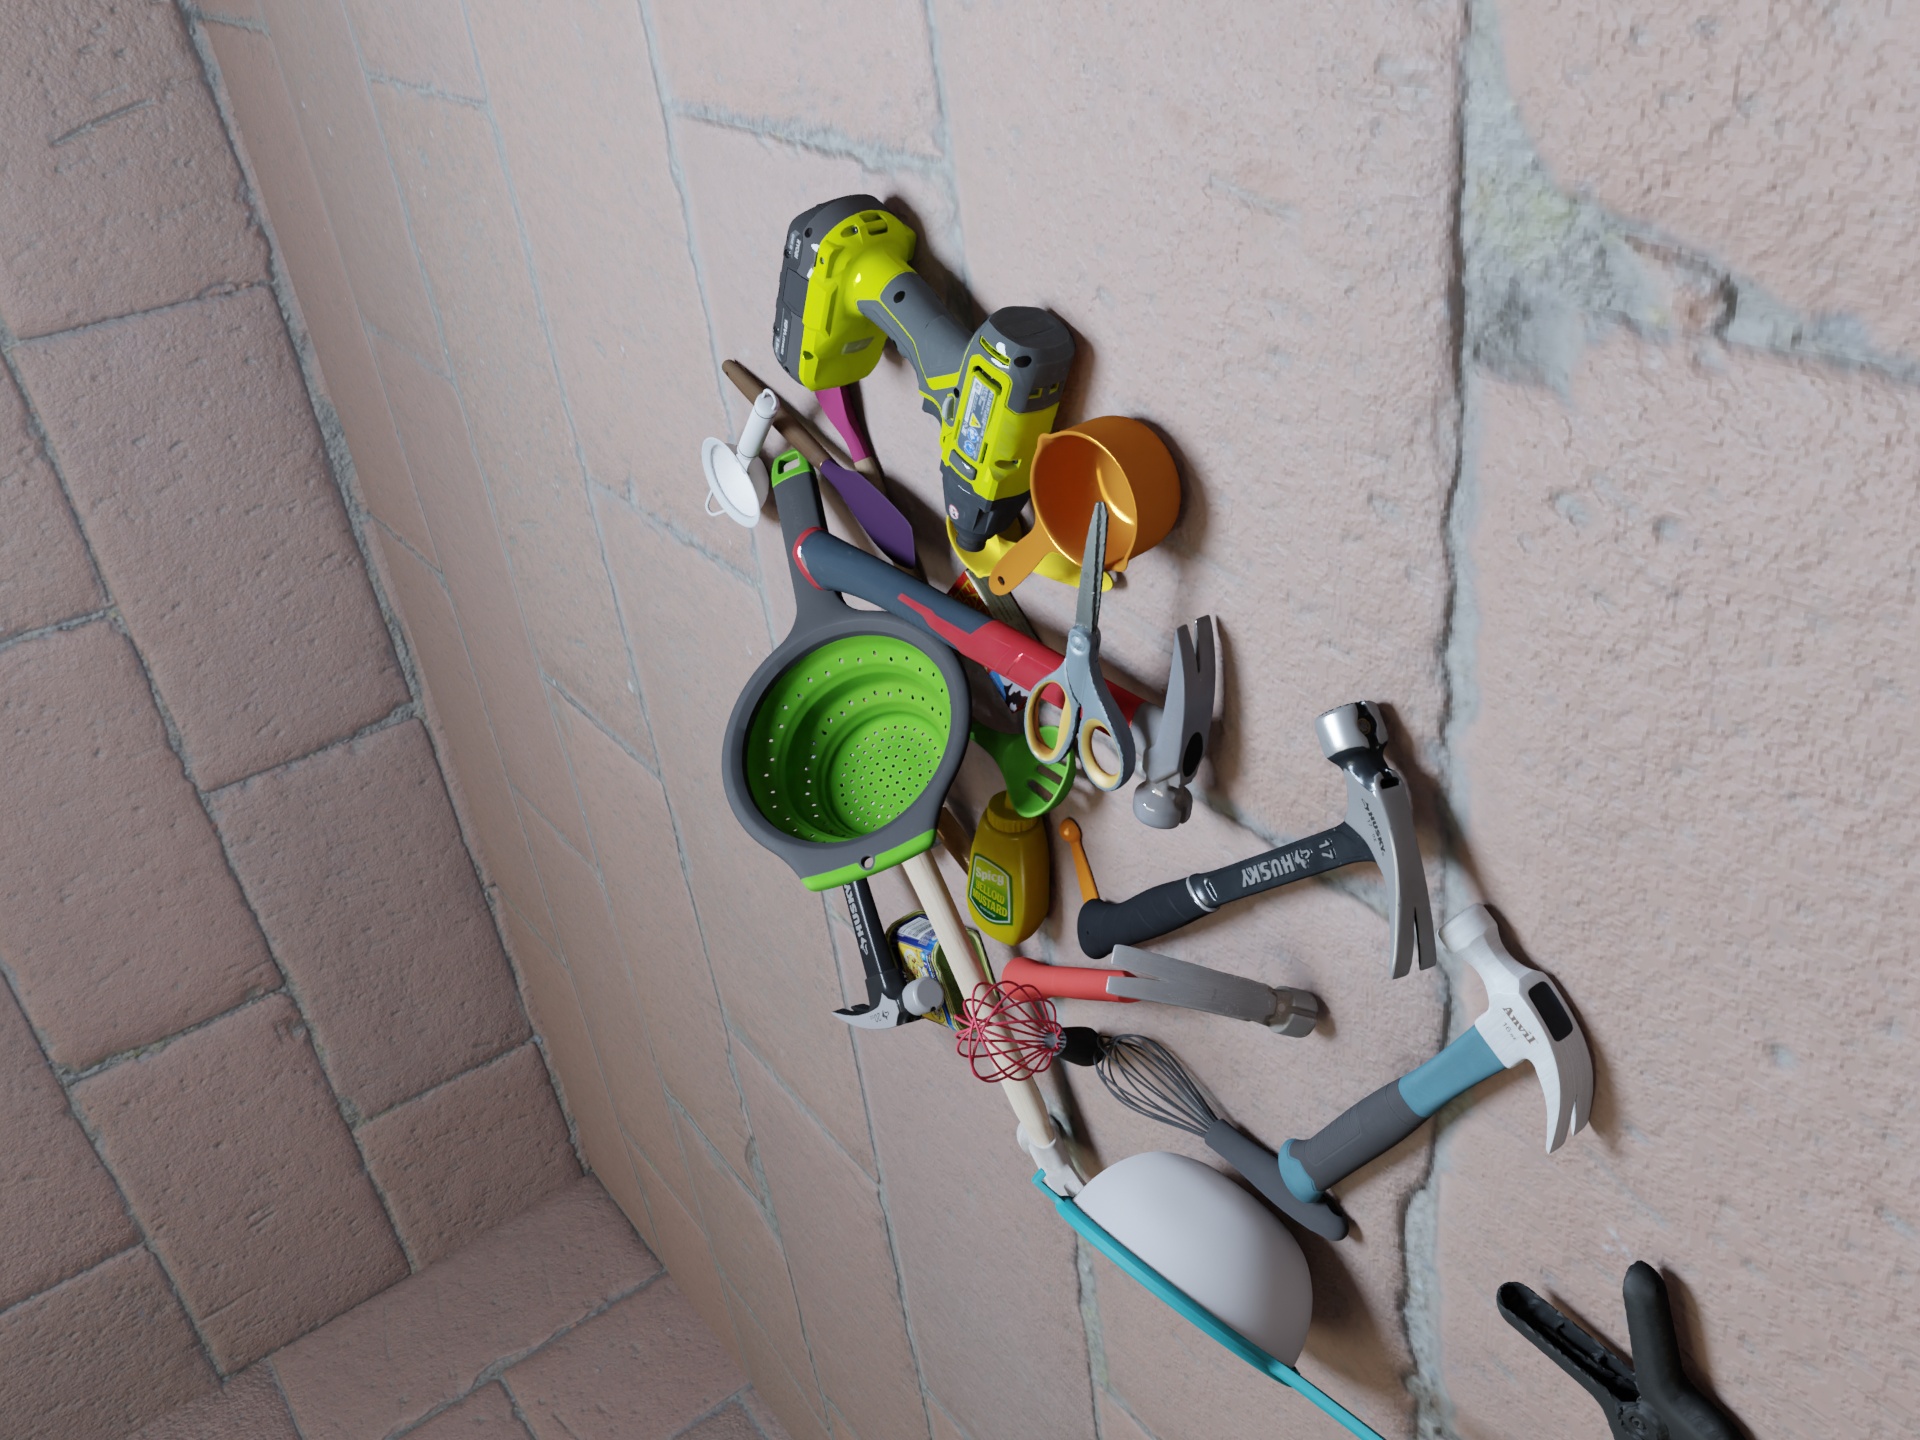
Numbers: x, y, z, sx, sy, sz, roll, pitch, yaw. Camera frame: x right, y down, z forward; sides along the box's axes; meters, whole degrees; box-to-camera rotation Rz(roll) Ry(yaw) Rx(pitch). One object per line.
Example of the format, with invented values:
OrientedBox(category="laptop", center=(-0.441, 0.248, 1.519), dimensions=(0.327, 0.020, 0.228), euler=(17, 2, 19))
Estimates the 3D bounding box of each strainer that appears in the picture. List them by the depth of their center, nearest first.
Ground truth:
OrientedBox(category="strainer", center=(0.217, 0.400, 1.117), dimensions=(0.341, 0.095, 0.210), euler=(25, 166, 49))
OrientedBox(category="strainer", center=(-0.176, -0.225, 1.332), dimensions=(0.087, 0.050, 0.258), euler=(57, 161, 0))

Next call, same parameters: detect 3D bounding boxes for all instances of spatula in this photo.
OrientedBox(category="spatula", center=(-0.118, -0.213, 1.271), dimensions=(0.316, 0.018, 0.059), euler=(48, 153, 38))

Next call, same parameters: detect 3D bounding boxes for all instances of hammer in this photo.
OrientedBox(category="hammer", center=(0.273, 0.233, 0.974), dimensions=(0.128, 0.033, 0.330), euler=(55, 152, 19))
OrientedBox(category="hammer", center=(0.170, 0.113, 1.031), dimensions=(0.409, 0.036, 0.149), euler=(141, 115, -65))
OrientedBox(category="hammer", center=(0.015, -0.071, 1.098), dimensions=(0.387, 0.038, 0.143), euler=(31, 130, 38))
OrientedBox(category="hammer", center=(0.102, 0.192, 1.164), dimensions=(0.359, 0.149, 0.037), euler=(162, 122, -68))
OrientedBox(category="hammer", center=(0.012, 0.219, 1.334), dimensions=(0.410, 0.038, 0.146), euler=(66, 172, -14))
OrientedBox(category="hammer", center=(-0.108, 0.121, 1.466), dimensions=(0.146, 0.035, 0.335), euler=(-33, 70, 52))

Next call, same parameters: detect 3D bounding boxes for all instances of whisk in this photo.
OrientedBox(category="whisk", center=(0.187, 0.303, 1.170), dimensions=(0.239, 0.055, 0.055), euler=(33, 140, 38))
OrientedBox(category="whisk", center=(0.062, 0.235, 1.179), dimensions=(0.073, 0.073, 0.295), euler=(51, -174, 24))
OrientedBox(category="whisk", center=(-0.035, 0.065, 1.364), dimensions=(0.047, 0.051, 0.245), euler=(-45, 75, 25))

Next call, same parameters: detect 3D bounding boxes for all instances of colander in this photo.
OrientedBox(category="colander", center=(-0.088, -0.043, 1.254), dimensions=(0.094, 0.204, 0.398), euler=(47, -155, -57))

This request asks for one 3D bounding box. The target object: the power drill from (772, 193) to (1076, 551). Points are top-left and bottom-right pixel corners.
OrientedBox(category="power drill", center=(-0.028, -0.230, 1.052), dimensions=(0.223, 0.080, 0.171), euler=(46, 141, 27))

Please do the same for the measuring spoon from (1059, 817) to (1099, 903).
OrientedBox(category="measuring spoon", center=(0.094, 0.129, 1.221), dimensions=(0.021, 0.011, 0.116), euler=(13, 124, 57))

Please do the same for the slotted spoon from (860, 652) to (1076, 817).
OrientedBox(category="slotted spoon", center=(-0.002, -0.004, 1.255), dimensions=(0.314, 0.031, 0.070), euler=(34, 101, 50))

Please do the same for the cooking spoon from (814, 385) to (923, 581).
OrientedBox(category="cooking spoon", center=(-0.066, -0.178, 1.235), dimensions=(0.319, 0.017, 0.069), euler=(68, 161, -7))

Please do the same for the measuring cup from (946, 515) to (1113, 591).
OrientedBox(category="measuring cup", center=(0.052, -0.117, 1.079), dimensions=(0.157, 0.029, 0.062), euler=(24, 135, 41))

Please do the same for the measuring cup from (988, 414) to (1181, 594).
OrientedBox(category="measuring cup", center=(0.073, -0.124, 0.988), dimensions=(0.095, 0.052, 0.173), euler=(58, 148, 5))
